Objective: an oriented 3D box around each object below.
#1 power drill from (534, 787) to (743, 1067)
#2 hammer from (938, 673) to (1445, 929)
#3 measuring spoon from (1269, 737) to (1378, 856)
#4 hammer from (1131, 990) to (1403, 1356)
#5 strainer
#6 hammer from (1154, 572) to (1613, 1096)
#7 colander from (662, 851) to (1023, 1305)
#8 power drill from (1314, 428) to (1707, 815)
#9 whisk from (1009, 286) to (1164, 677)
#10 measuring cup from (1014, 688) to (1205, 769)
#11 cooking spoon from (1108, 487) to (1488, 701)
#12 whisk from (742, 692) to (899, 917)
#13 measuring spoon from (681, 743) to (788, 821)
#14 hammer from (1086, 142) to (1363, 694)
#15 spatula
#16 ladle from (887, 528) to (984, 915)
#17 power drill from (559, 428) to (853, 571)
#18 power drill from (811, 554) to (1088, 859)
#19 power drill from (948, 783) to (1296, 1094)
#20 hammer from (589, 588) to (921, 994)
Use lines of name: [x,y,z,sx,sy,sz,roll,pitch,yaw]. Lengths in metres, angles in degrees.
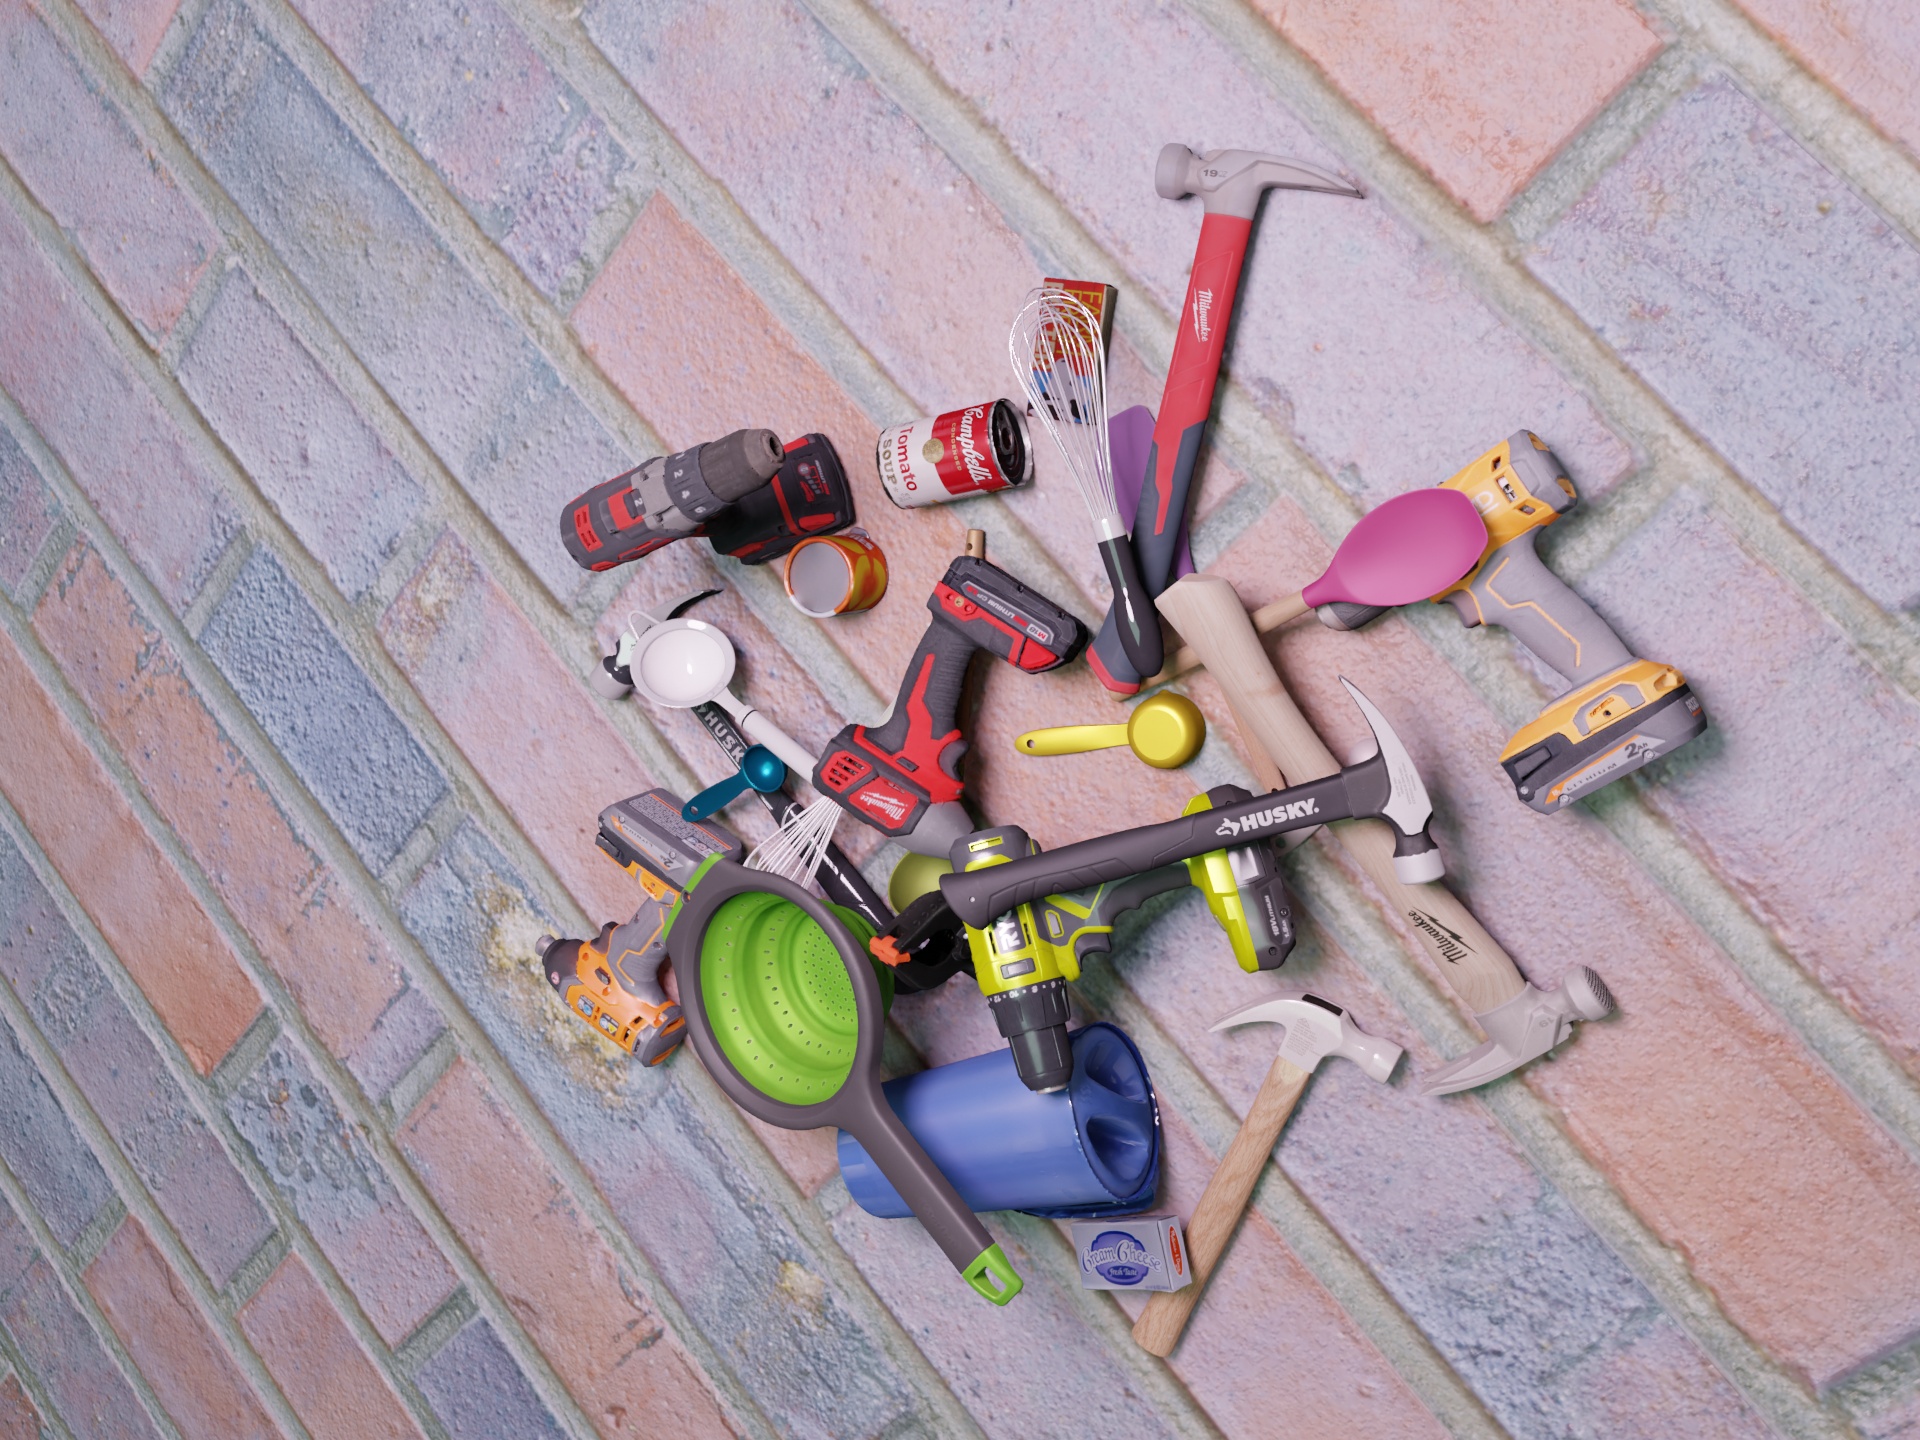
power drill: [-0.296,0.177,1.417,0.164,0.084,0.226,31,114,20]
hammer: [0.146,0.076,1.084,0.335,0.035,0.146,-16,92,12]
measuring spoon: [0.264,0.060,1.151,0.034,0.018,0.124,49,116,12]
hammer: [0.207,0.352,1.218,0.130,0.031,0.331,29,110,19]
strainer: [-0.181,-0.005,1.299,0.259,0.087,0.050,37,155,23]
hammer: [0.266,0.073,1.111,0.146,0.038,0.410,-39,89,27]
colander: [-0.068,0.265,1.218,0.397,0.094,0.204,48,123,20]
power drill: [0.357,-0.051,1.056,0.185,0.084,0.226,-35,78,31]
whisk: [0.096,-0.167,1.121,0.070,0.070,0.284,-15,95,28]
measuring cup: [0.108,0.014,1.214,0.156,0.029,0.062,-6,95,26]
cooking spoon: [0.222,-0.075,1.110,0.319,0.017,0.069,-28,91,41]
whisk: [-0.098,0.059,1.291,0.059,0.057,0.246,39,95,16]
measuring spoon: [-0.190,0.055,1.343,0.128,0.021,0.042,-30,91,34]
hammer: [0.171,-0.204,1.133,0.143,0.038,0.386,16,101,21]
spatula: [0.174,-0.081,1.174,0.060,0.018,0.316,-25,85,27]
ladle: [-0.009,0.008,1.260,0.078,0.062,0.320,11,100,34]
power drill: [-0.170,-0.174,1.213,0.188,0.226,0.080,-20,89,28]
power drill: [-0.002,-0.004,1.206,0.143,0.078,0.219,34,98,7]
power drill: [0.119,0.152,1.146,0.228,0.080,0.191,-16,79,4]
hammer: [-0.152,0.065,1.352,0.149,0.036,0.409,-44,78,24]
